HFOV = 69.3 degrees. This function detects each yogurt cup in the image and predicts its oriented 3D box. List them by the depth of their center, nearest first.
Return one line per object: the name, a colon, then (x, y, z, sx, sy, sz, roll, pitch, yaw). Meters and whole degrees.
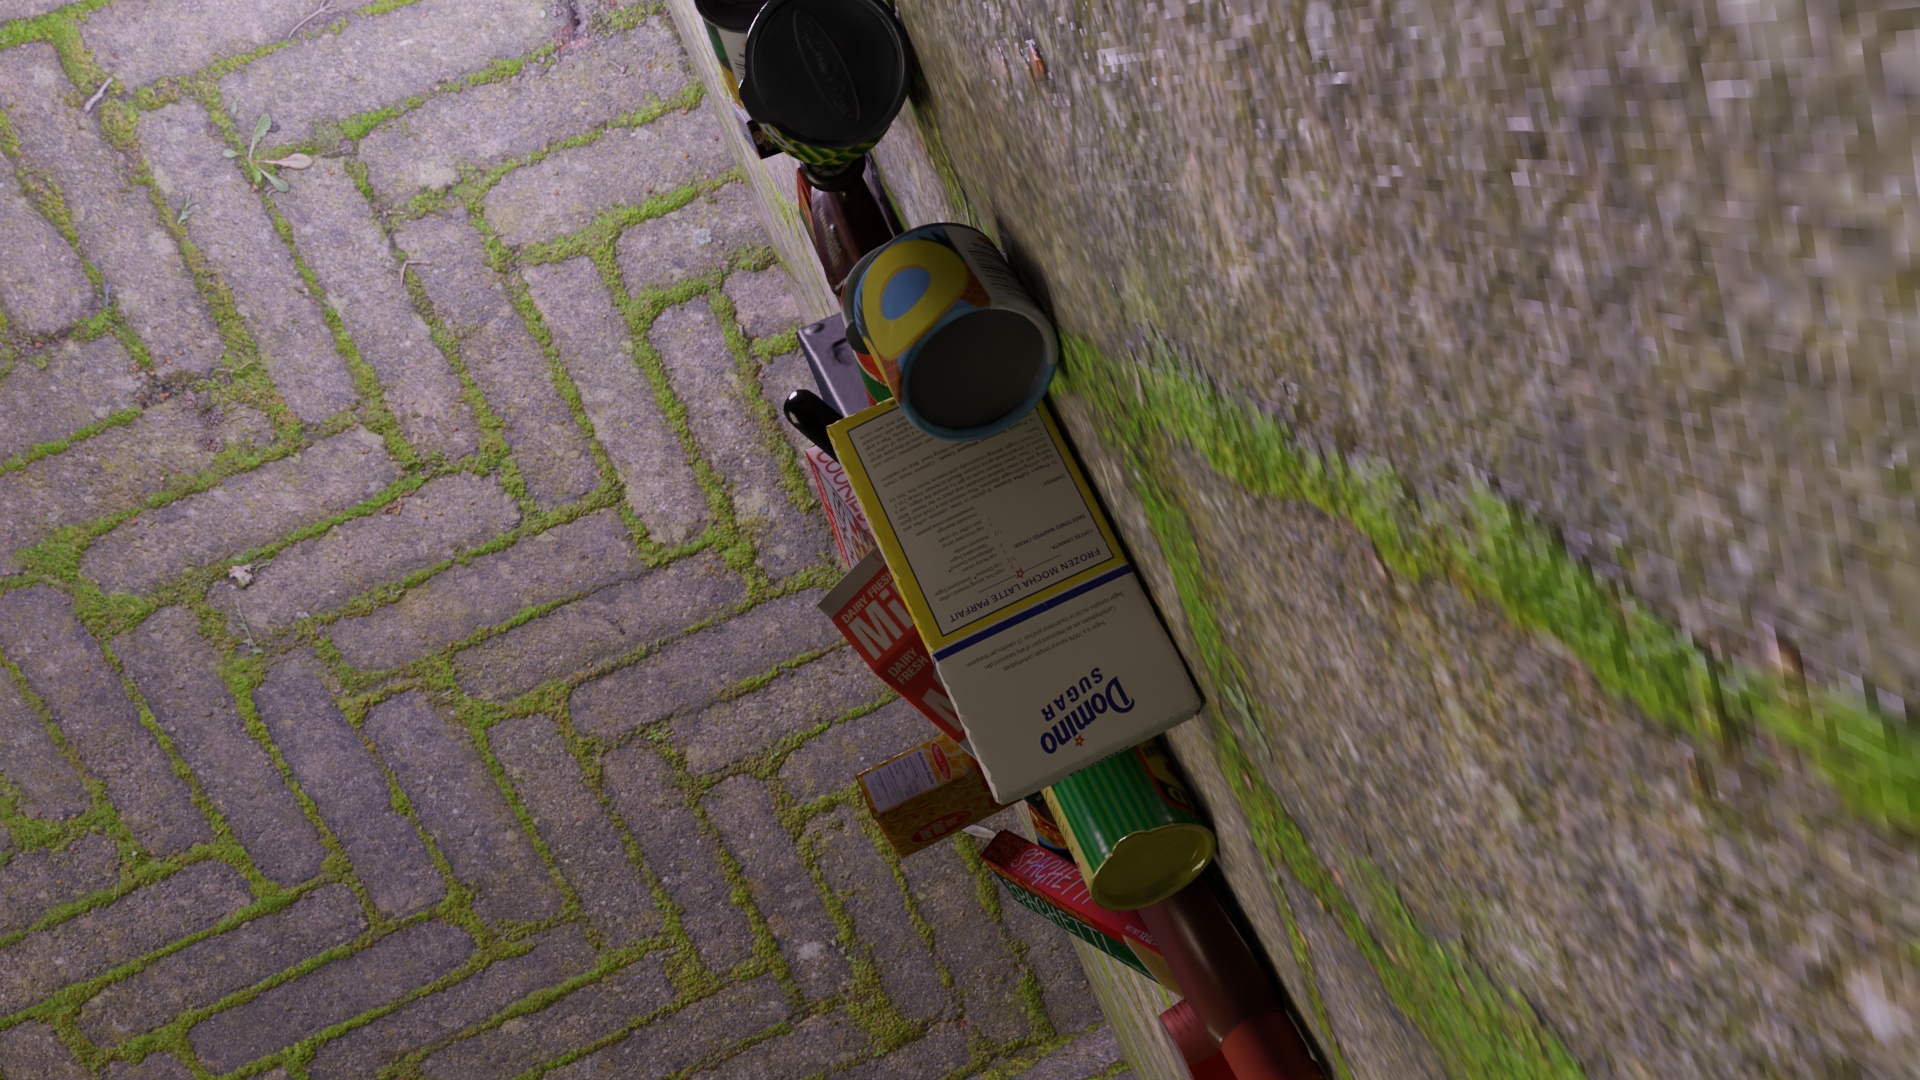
yogurt cup: (0.145, 0.278, 0.768, 0.072, 0.054, 0.072, 159, 87, -85)

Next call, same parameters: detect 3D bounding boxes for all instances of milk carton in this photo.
milk carton: (0.001, 0.074, 0.861, 0.190, 0.072, 0.073, 43, -175, -23)

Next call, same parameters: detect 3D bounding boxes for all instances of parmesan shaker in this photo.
parmesan shaker: (0.075, 0.123, 0.699, 0.071, 0.071, 0.103, 71, 174, -47)

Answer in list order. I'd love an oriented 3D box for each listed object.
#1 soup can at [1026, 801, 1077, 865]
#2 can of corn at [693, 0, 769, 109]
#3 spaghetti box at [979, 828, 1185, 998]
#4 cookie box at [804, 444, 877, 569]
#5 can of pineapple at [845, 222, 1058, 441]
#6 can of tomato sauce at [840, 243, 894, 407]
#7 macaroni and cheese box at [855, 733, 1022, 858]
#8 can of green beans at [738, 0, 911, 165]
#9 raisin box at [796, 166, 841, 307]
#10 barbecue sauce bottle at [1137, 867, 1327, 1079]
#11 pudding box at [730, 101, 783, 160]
soup can: (0.079, 0.188, 0.973, 0.083, 0.071, 0.071, 73, 171, -55)
can of corn: (-0.089, -0.250, 0.675, 0.058, 0.071, 0.071, 74, 171, -61)
spaghetti box: (0.087, 0.242, 0.911, 0.050, 0.029, 0.250, 53, 161, -17)
cookie box: (-0.053, 0.012, 1.039, 0.168, 0.040, 0.122, 52, 164, 40)
can of pineapple: (-0.004, -0.079, 0.540, 0.070, 0.071, 0.058, 71, 173, -46)
can of tomato sauce: (-0.017, -0.091, 0.656, 0.082, 0.071, 0.071, 77, 168, -64)
macaroni and cheese box: (0.014, 0.176, 1.052, 0.123, 0.167, 0.040, 75, 170, -63)
can of green beans: (-0.056, -0.193, 0.578, 0.058, 0.071, 0.071, -137, 23, -79)
raisin box: (-0.079, -0.208, 0.954, 0.123, 0.040, 0.086, -174, 60, -84)
barbecue sauce bottle: (0.129, 0.215, 0.697, 0.149, 0.044, 0.064, -119, 7, -45)
pudding box: (-0.135, -0.308, 1.016, 0.084, 0.050, 0.030, -123, 12, -58)
